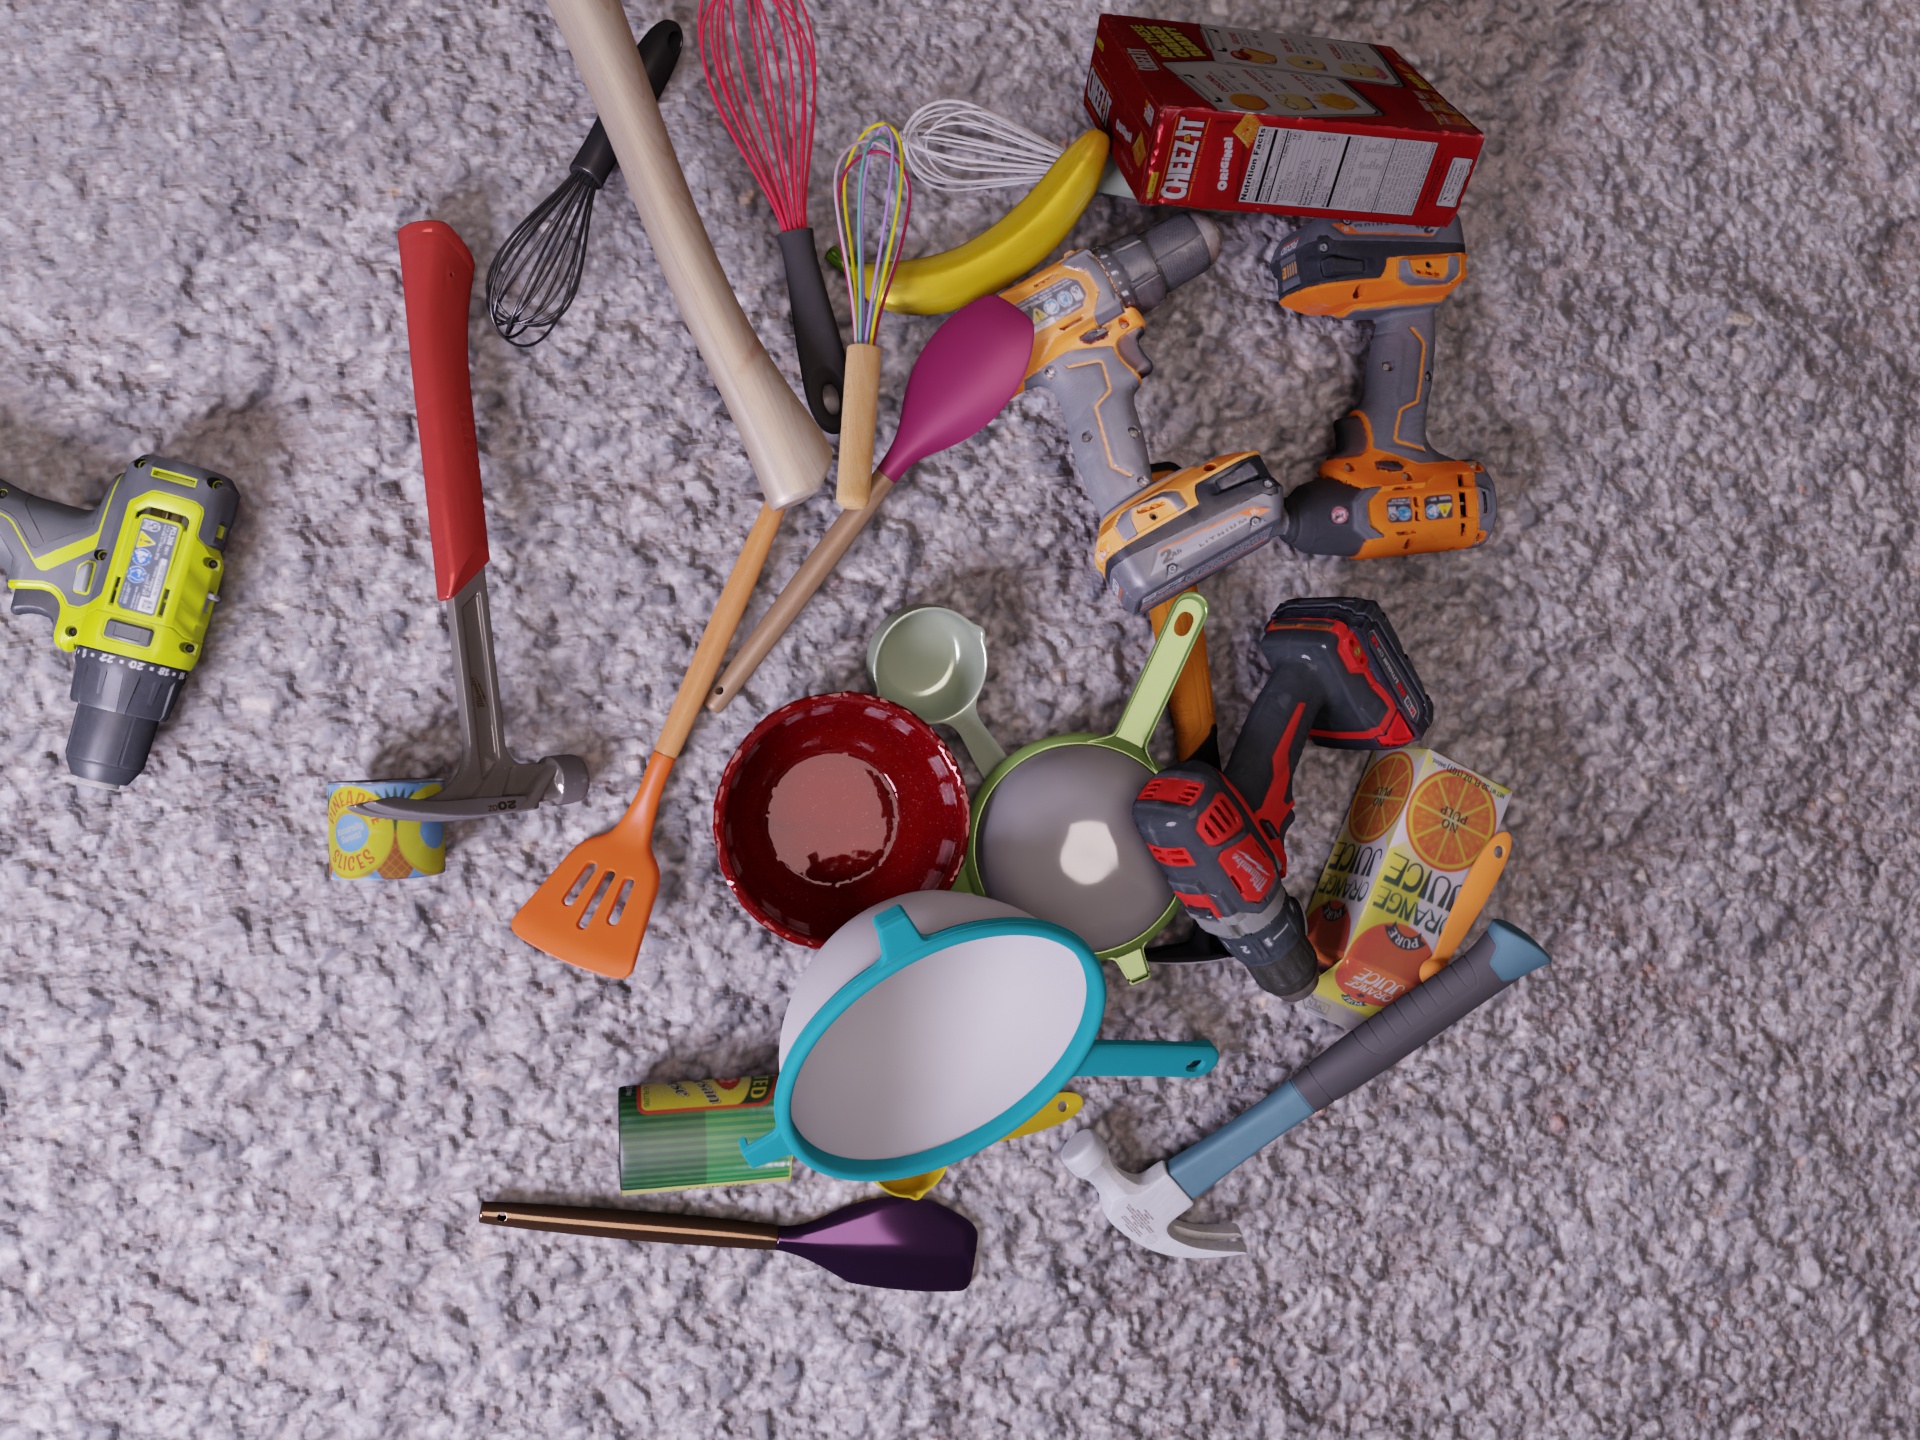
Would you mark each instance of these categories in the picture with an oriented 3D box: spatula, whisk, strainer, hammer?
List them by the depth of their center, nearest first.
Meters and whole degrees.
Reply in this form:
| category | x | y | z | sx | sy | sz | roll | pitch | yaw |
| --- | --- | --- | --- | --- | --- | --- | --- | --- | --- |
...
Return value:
| category | x | y | z | sx | sy | sz | roll | pitch | yaw |
| --- | --- | --- | --- | --- | --- | --- | --- | --- | --- |
| hammer | -0.307 | -0.120 | 0.944 | 0.149 | 0.037 | 0.359 | -2 | 83 | -52 |
| hammer | -0.190 | -0.319 | 0.963 | 0.146 | 0.038 | 0.410 | -25 | 94 | -23 |
| spatula | -0.175 | -0.001 | 0.986 | 0.081 | 0.041 | 0.322 | 23 | 87 | 4 |
| whisk | -0.230 | -0.338 | 0.991 | 0.055 | 0.055 | 0.239 | 27 | 78 | -11 |
| whisk | -0.060 | -0.253 | 0.995 | 0.047 | 0.051 | 0.245 | 3 | 86 | 14 |
| strainer | 0.024 | 0.182 | 0.997 | 0.340 | 0.095 | 0.211 | 11 | 119 | -38 |
| whisk | -0.108 | -0.328 | 1.004 | 0.073 | 0.073 | 0.295 | -14 | 101 | -13 |
| strainer | 0.099 | 0.036 | 1.004 | 0.151 | 0.069 | 0.256 | 25 | 93 | 1 |
| spatula | -0.141 | 0.323 | 1.006 | 0.315 | 0.018 | 0.060 | 9 | 86 | -13 |
| hammer | 0.233 | 0.235 | 1.033 | 0.331 | 0.033 | 0.128 | -37 | 103 | 9 |
| whisk | 0.078 | -0.369 | 1.062 | 0.246 | 0.059 | 0.057 | 5 | 124 | -16 |
| hammer | 0.148 | -0.005 | 1.072 | 0.127 | 0.034 | 0.337 | -9 | 90 | -14 |

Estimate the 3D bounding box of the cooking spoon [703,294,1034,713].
| category | x | y | z | sx | sy | sz | roll | pitch | yaw |
| --- | --- | --- | --- | --- | --- | --- | --- | --- | --- |
| cooking spoon | -0.063 | -0.134 | 1.004 | 0.069 | 0.017 | 0.319 | 38 | 93 | 16 |

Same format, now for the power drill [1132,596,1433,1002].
| category | x | y | z | sx | sy | sz | roll | pitch | yaw |
| --- | --- | --- | --- | --- | --- | --- | --- | --- | --- |
| power drill | 0.216 | 0.051 | 1.024 | 0.227 | 0.080 | 0.187 | -52 | 122 | -26 |

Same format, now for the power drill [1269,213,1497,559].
| category | x | y | z | sx | sy | sz | roll | pitch | yaw |
| --- | --- | --- | --- | --- | --- | --- | --- | --- | --- |
| power drill | 0.273 | -0.223 | 1.083 | 0.164 | 0.084 | 0.226 | -7 | 94 | -12 |

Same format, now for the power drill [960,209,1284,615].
| category | x | y | z | sx | sy | sz | roll | pitch | yaw |
| --- | --- | --- | --- | --- | --- | --- | --- | --- | --- |
| power drill | 0.123 | -0.205 | 1.021 | 0.185 | 0.084 | 0.226 | -30 | 81 | 0 |

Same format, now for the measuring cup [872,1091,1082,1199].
| category | x | y | z | sx | sy | sz | roll | pitch | yaw |
| --- | --- | --- | --- | --- | --- | --- | --- | --- | --- |
| measuring cup | 0.007 | 0.268 | 1.042 | 0.156 | 0.029 | 0.062 | -9 | 87 | -24 |

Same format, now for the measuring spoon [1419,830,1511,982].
| category | x | y | z | sx | sy | sz | roll | pitch | yaw |
| --- | --- | --- | --- | --- | --- | --- | --- | --- | --- |
| measuring spoon | 0.335 | 0.124 | 1.046 | 0.021 | 0.011 | 0.117 | 33 | 82 | -15 |

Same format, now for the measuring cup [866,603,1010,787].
| category | x | y | z | sx | sy | sz | roll | pitch | yaw |
| --- | --- | --- | --- | --- | --- | --- | --- | --- | --- |
| measuring cup | -0.002 | -0.003 | 1.043 | 0.083 | 0.038 | 0.167 | -36 | 113 | -8 |

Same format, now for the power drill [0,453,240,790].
| category | x | y | z | sx | sy | sz | roll | pitch | yaw |
| --- | --- | --- | --- | --- | --- | --- | --- | --- | --- |
| power drill | -0.546 | -0.075 | 0.897 | 0.228 | 0.080 | 0.190 | 15 | 85 | -14 |
